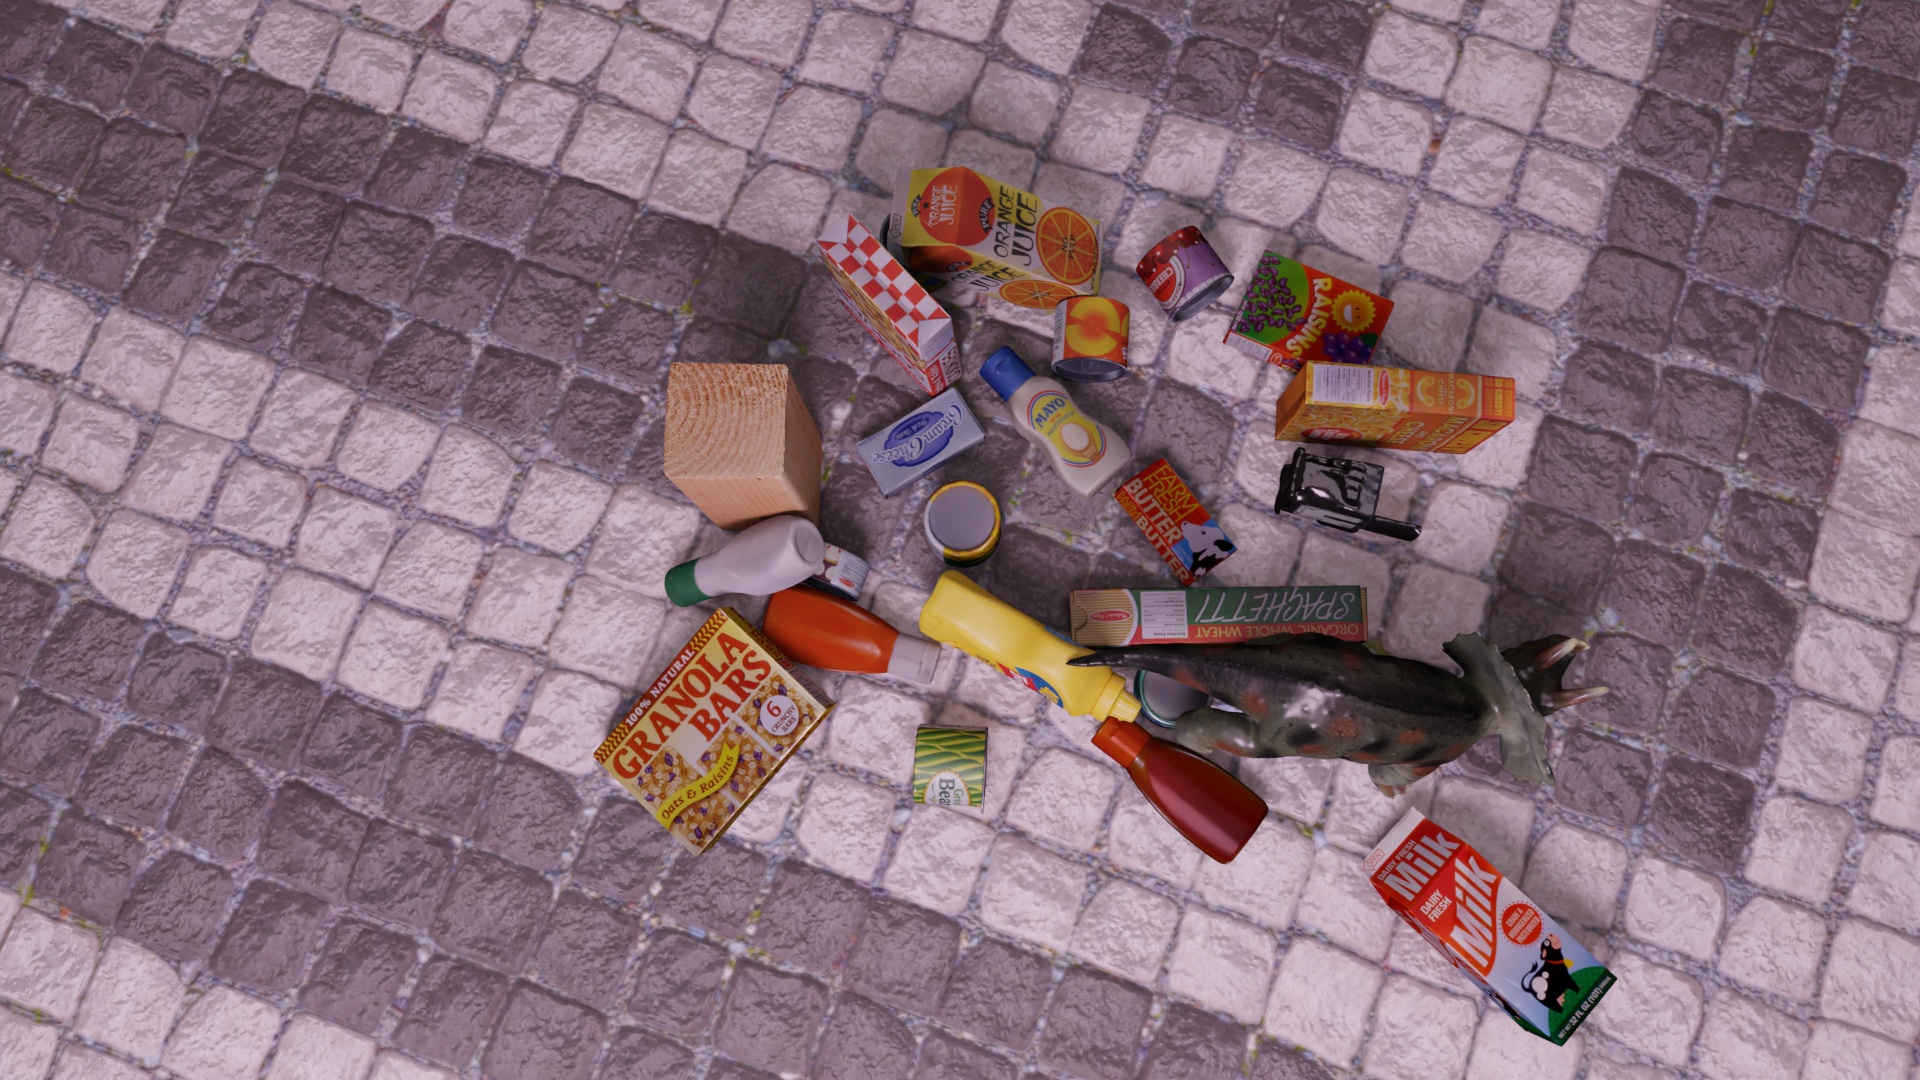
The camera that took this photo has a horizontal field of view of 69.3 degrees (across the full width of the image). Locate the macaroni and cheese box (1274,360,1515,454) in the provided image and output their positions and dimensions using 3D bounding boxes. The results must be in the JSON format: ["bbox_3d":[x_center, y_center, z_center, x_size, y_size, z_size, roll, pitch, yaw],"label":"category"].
[{"bbox_3d":[0.359,-0.110,1.163,0.166,0.123,0.040,4,81,2],"label":"macaroni and cheese box"}]

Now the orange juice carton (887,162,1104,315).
[{"bbox_3d":[0.024,-0.257,1.177,0.193,0.073,0.072,13,77,-32],"label":"orange juice carton"}]

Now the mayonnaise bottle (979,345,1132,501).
[{"bbox_3d":[0.079,-0.106,1.208,0.065,0.041,0.148,-43,82,-5],"label":"mayonnaise bottle"}]

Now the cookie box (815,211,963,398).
[{"bbox_3d":[-0.055,-0.192,1.165,0.040,0.167,0.123,-43,81,-3],"label":"cookie box"}]

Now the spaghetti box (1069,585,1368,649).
[{"bbox_3d":[0.218,0.066,1.178,0.250,0.028,0.050,-1,79,1],"label":"spaghetti box"}]

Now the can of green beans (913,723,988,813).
[{"bbox_3d":[-0.008,0.184,1.139,0.058,0.071,0.071,3,79,2],"label":"can of green beans"}]

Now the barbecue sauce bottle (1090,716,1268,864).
[{"bbox_3d":[0.177,0.198,1.145,0.148,0.043,0.065,38,82,8],"label":"barbecue sauce bottle"}]

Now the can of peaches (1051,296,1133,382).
[{"bbox_3d":[0.116,-0.174,1.209,0.071,0.071,0.058,3,78,2],"label":"can of peaches"}]

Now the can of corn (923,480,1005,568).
[{"bbox_3d":[0.004,-0.015,1.183,0.071,0.058,0.071,0,79,1],"label":"can of corn"}]

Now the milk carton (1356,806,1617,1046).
[{"bbox_3d":[0.411,0.303,1.104,0.191,0.073,0.072,43,83,9],"label":"milk carton"}]

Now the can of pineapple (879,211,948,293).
[{"bbox_3d":[-0.035,-0.260,1.233,0.071,0.057,0.071,0,79,1],"label":"can of pineapple"}]

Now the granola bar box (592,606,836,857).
[{"bbox_3d":[-0.202,0.155,1.143,0.124,0.039,0.165,42,96,7],"label":"granola bar box"}]

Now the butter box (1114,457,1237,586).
[{"bbox_3d":[0.184,-0.016,1.190,0.053,0.024,0.103,-33,80,-25],"label":"butter box"}]

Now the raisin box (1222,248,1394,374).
[{"bbox_3d":[0.306,-0.191,1.223,0.123,0.040,0.086,24,79,7],"label":"raisin box"}]

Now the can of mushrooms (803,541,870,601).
[{"bbox_3d":[-0.113,0.023,1.174,0.071,0.071,0.033,21,80,5],"label":"can of mushrooms"}]

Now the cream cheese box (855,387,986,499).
[{"bbox_3d":[-0.035,-0.085,1.215,0.104,0.024,0.053,-31,80,-5],"label":"cream cheese box"}]

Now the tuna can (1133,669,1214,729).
[{"bbox_3d":[0.178,0.122,1.165,0.071,0.032,0.071,0,79,1],"label":"tuna can"}]

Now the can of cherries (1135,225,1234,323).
[{"bbox_3d":[0.195,-0.233,1.218,0.071,0.071,0.058,-33,80,-5],"label":"can of cherries"}]

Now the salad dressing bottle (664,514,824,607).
[{"bbox_3d":[-0.182,0.021,1.153,0.147,0.044,0.064,-17,49,31],"label":"salad dressing bottle"}]

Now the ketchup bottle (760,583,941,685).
[{"bbox_3d":[-0.091,0.084,1.170,0.149,0.043,0.064,17,104,4],"label":"ketchup bottle"}]
